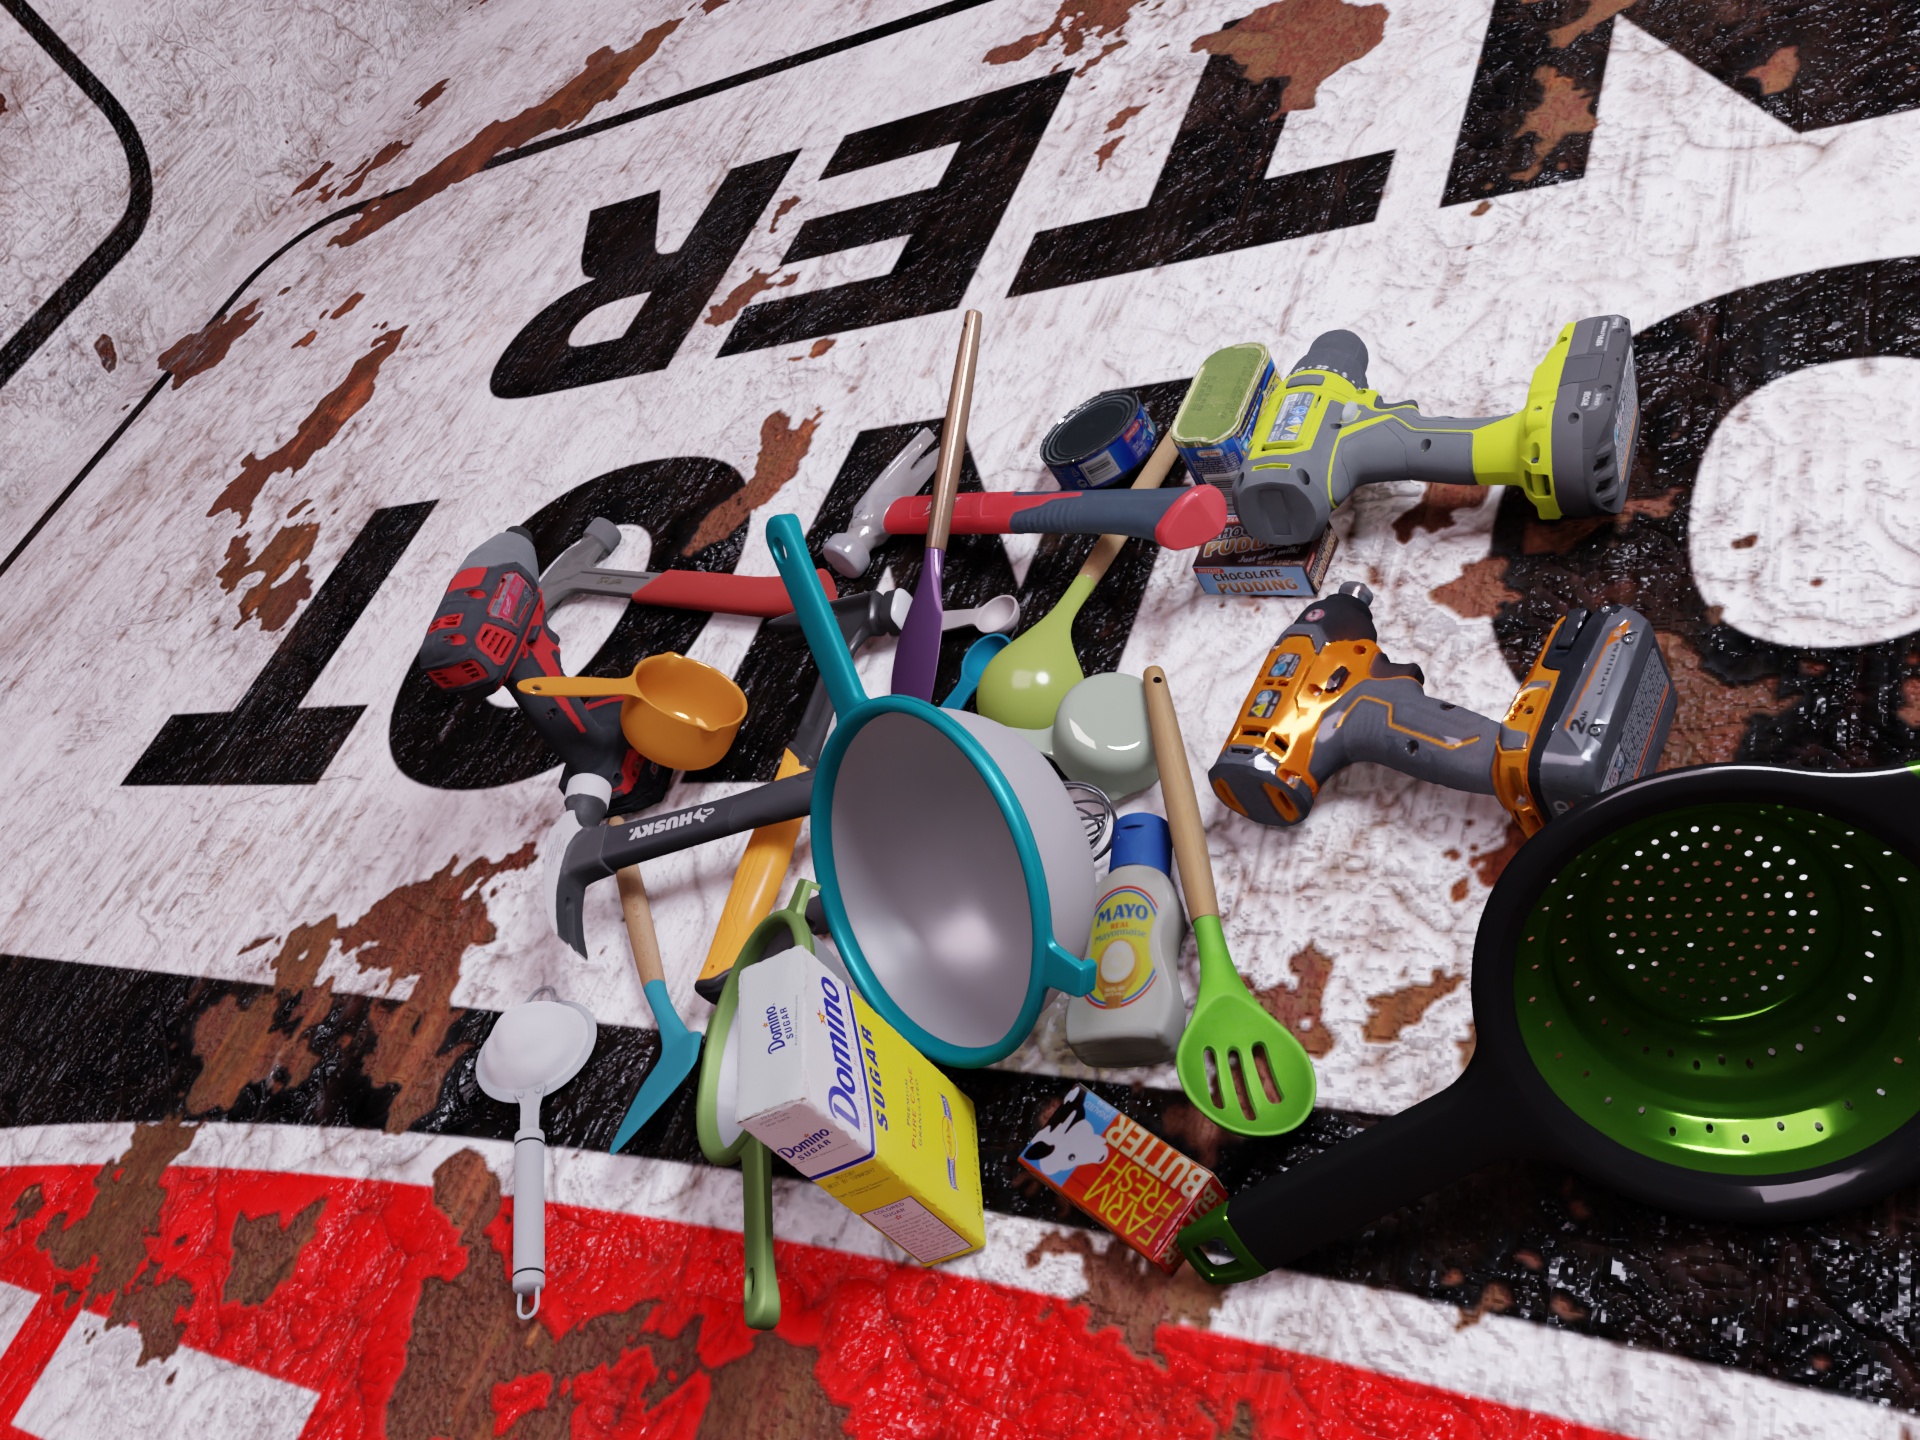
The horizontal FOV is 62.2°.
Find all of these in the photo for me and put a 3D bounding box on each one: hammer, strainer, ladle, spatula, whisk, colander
[{"bbox_3d":[0.050,-0.162,1.156,0.386,0.038,0.143,9,56,52],"label":"hammer"},{"bbox_3d":[-0.091,0.225,0.893,0.151,0.069,0.257,-56,27,32],"label":"strainer"},{"bbox_3d":[-0.015,0.025,0.918,0.211,0.095,0.340,-41,67,50],"label":"strainer"},{"bbox_3d":[0.102,-0.106,1.119,0.078,0.062,0.320,9,51,33],"label":"ladle"},{"bbox_3d":[-0.221,0.160,1.087,0.082,0.044,0.318,-48,37,14],"label":"spatula"},{"bbox_3d":[-0.244,-0.105,1.359,0.359,0.036,0.149,9,58,41],"label":"hammer"},{"bbox_3d":[-0.126,0.048,1.129,0.127,0.034,0.337,-10,48,33],"label":"hammer"},{"bbox_3d":[-0.015,-0.147,1.149,0.060,0.018,0.316,-3,75,56],"label":"spatula"},{"bbox_3d":[-0.009,0.093,1.000,0.239,0.055,0.055,-22,43,23],"label":"whisk"},{"bbox_3d":[-0.138,0.063,1.070,0.335,0.035,0.146,-16,46,20],"label":"hammer"},{"bbox_3d":[-0.280,0.265,1.036,0.087,0.050,0.259,-16,46,2],"label":"strainer"},{"bbox_3d":[0.267,0.145,0.716,0.397,0.204,0.094,-36,3,25],"label":"colander"}]

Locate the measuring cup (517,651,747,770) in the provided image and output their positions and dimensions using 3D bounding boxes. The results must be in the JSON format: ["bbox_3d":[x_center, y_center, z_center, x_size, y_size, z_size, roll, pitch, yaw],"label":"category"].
[{"bbox_3d":[-0.242,-0.004,1.157,0.095,0.173,0.052,55,131,41],"label":"measuring cup"}]

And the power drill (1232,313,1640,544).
[{"bbox_3d":[0.300,-0.193,1.005,0.228,0.080,0.191,1,45,30],"label":"power drill"}]

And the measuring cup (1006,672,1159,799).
[{"bbox_3d":[0.051,0.003,0.989,0.167,0.038,0.083,2,56,0],"label":"measuring cup"}]

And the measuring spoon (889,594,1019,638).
[{"bbox_3d":[-0.004,-0.069,1.176,0.124,0.018,0.034,-5,51,41],"label":"measuring spoon"}]

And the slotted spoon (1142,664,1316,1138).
[{"bbox_3d":[0.134,0.090,0.884,0.070,0.031,0.314,-3,51,-5],"label":"slotted spoon"}]

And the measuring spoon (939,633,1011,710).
[{"bbox_3d":[-0.002,-0.004,1.112,0.042,0.021,0.128,29,81,48],"label":"measuring spoon"}]

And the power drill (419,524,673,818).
[{"bbox_3d":[-0.301,-0.036,1.192,0.078,0.219,0.143,-13,46,26],"label":"power drill"}]

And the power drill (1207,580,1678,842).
[{"bbox_3d":[0.264,-0.012,0.880,0.226,0.084,0.164,5,55,43],"label":"power drill"}]
